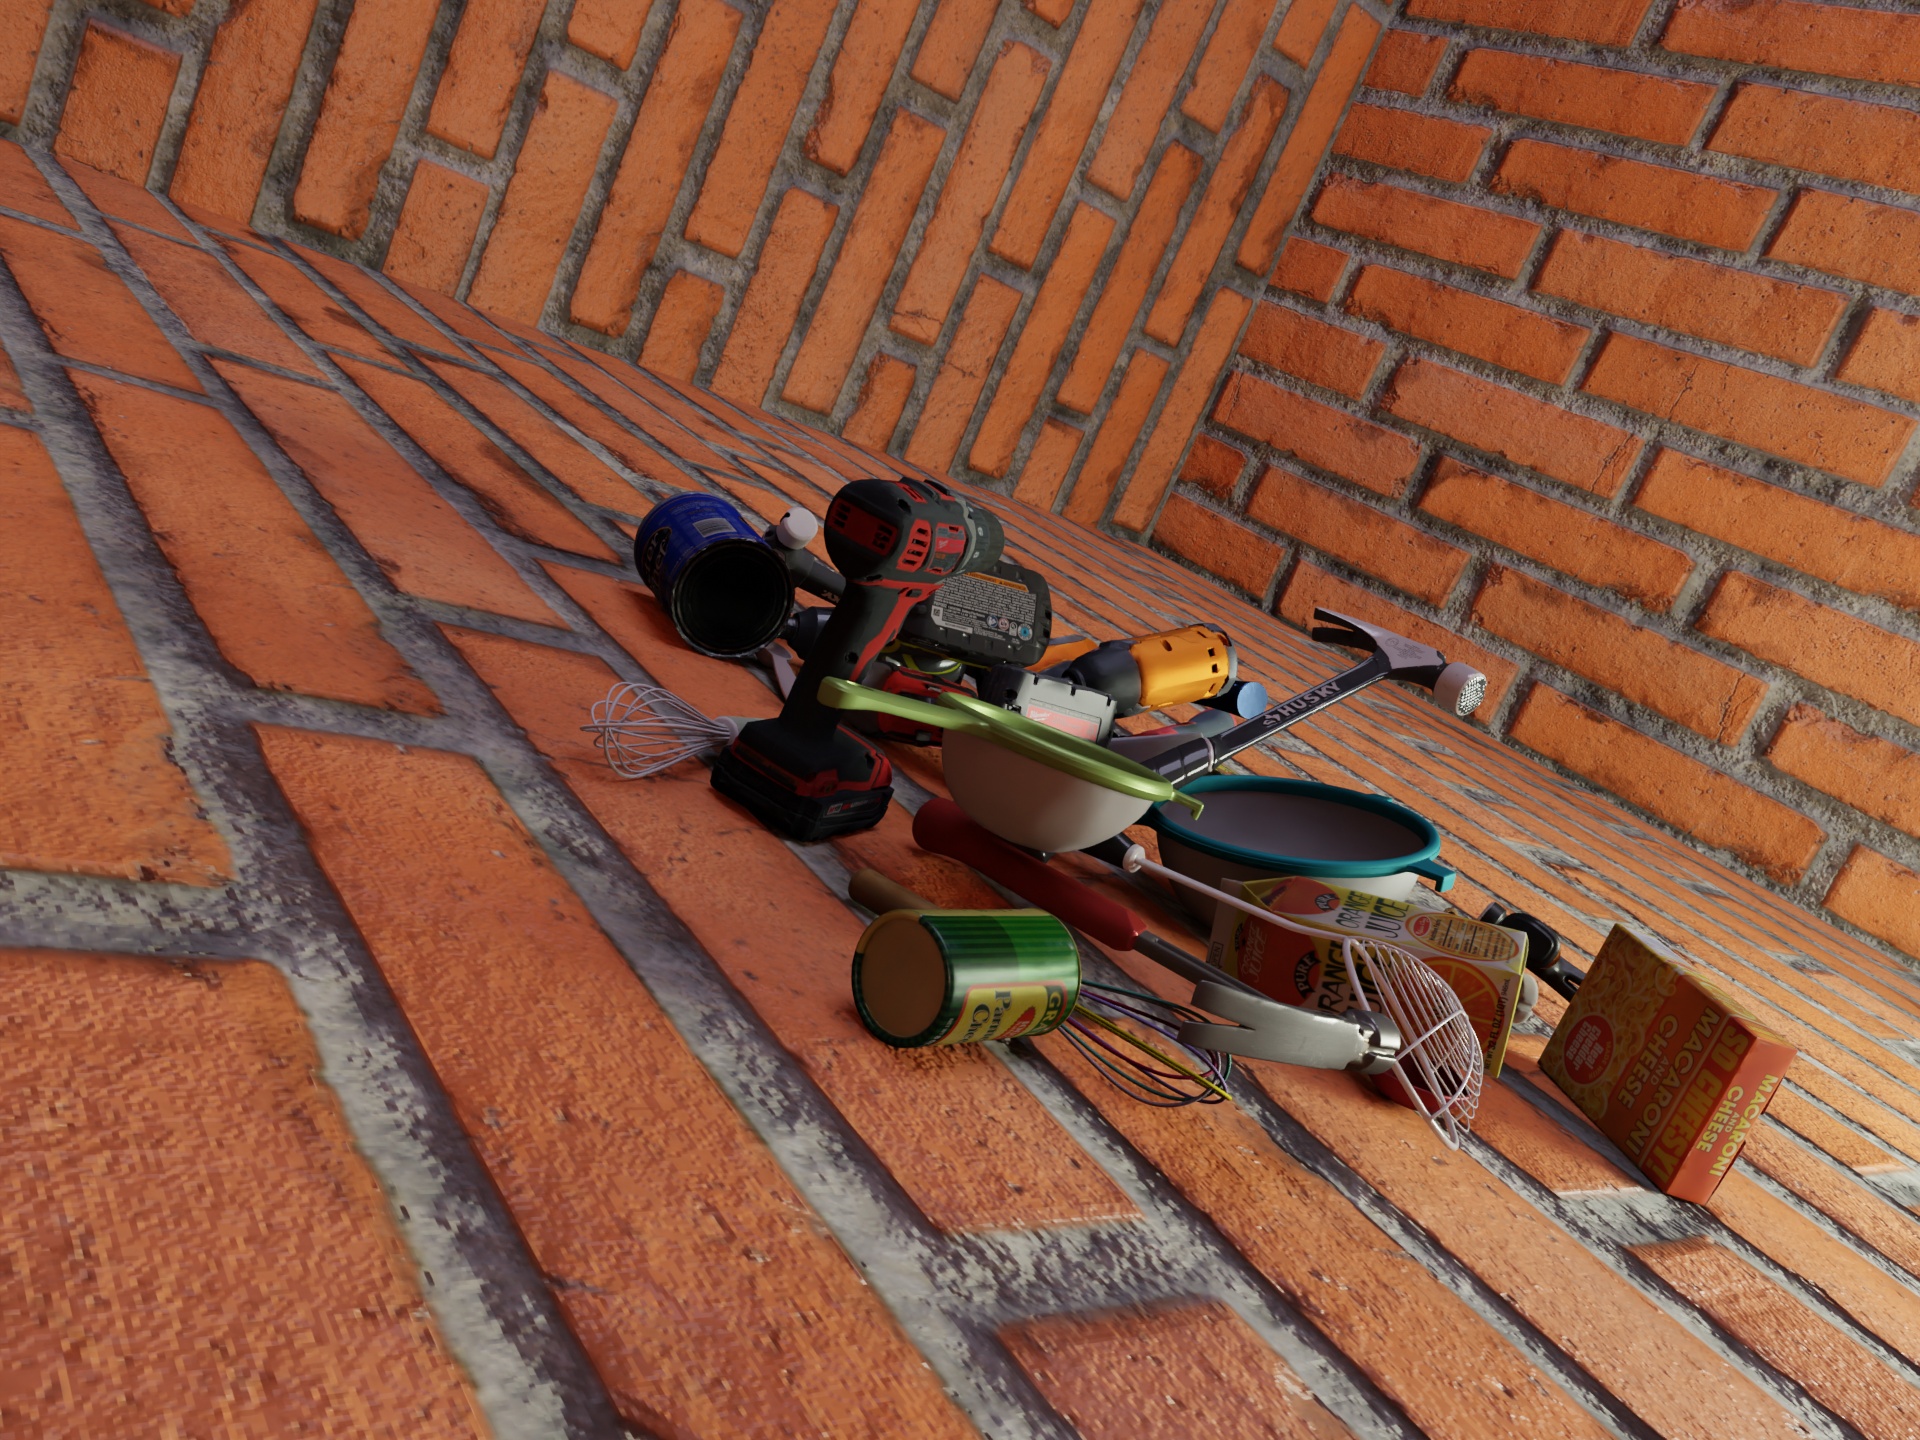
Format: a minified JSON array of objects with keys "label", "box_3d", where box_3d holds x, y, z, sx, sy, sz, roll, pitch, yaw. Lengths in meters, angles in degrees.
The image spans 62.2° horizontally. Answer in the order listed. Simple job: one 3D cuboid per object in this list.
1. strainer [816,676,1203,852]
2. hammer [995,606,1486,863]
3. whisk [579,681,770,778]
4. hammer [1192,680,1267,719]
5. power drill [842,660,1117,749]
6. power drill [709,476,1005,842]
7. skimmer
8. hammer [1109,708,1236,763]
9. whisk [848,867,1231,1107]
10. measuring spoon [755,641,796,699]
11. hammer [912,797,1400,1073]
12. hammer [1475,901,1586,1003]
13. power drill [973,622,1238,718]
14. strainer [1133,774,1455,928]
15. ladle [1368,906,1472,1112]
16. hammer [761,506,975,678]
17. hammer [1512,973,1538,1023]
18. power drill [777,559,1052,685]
[{"label":"strainer","box_3d":[0.010,0.030,0.911,0.256,0.069,0.152,15,8,-45]},{"label":"hammer","box_3d":[0.189,0.014,1.149,0.409,0.036,0.149,-23,40,-28]},{"label":"whisk","box_3d":[-0.157,0.009,1.024,0.059,0.058,0.246,-3,-3,24]},{"label":"hammer","box_3d":[0.117,-0.050,1.525,0.144,0.035,0.406,12,1,-42]},{"label":"power drill","box_3d":[-0.002,-0.004,1.192,0.143,0.078,0.220,15,-2,-39]},{"label":"power drill","box_3d":[-0.052,-0.045,1.012,0.080,0.226,0.188,29,14,20]},{"label":"skimmer","box_3d":[0.145,0.134,0.962,0.363,0.090,0.127,23,-2,28]},{"label":"hammer","box_3d":[0.192,0.017,1.379,0.143,0.038,0.386,-4,2,25]},{"label":"whisk","box_3d":[0.039,0.140,0.860,0.245,0.051,0.047,27,18,24]},{"label":"measuring spoon","box_3d":[-0.146,-0.033,1.284,0.034,0.018,0.124,23,19,-28]},{"label":"hammer","box_3d":[0.070,0.109,0.899,0.149,0.037,0.359,17,4,-36]},{"label":"hammer","box_3d":[0.455,0.184,1.243,0.127,0.034,0.336,40,6,21]},{"label":"power drill","box_3d":[0.101,-0.031,1.336,0.164,0.084,0.226,-12,2,-29]},{"label":"strainer","box_3d":[0.172,0.108,1.160,0.340,0.095,0.211,3,14,0]},{"label":"ladle","box_3d":[0.323,0.190,1.088,0.069,0.031,0.315,20,22,15]},{"label":"hammer","box_3d":[-0.041,-0.079,1.458,0.334,0.035,0.146,27,-31,-18]},{"label":"hammer","box_3d":[0.345,0.145,1.374,0.146,0.038,0.411,18,12,-9]},{"label":"power drill","box_3d":[-0.041,-0.074,1.297,0.171,0.080,0.223,12,-14,-26]}]
